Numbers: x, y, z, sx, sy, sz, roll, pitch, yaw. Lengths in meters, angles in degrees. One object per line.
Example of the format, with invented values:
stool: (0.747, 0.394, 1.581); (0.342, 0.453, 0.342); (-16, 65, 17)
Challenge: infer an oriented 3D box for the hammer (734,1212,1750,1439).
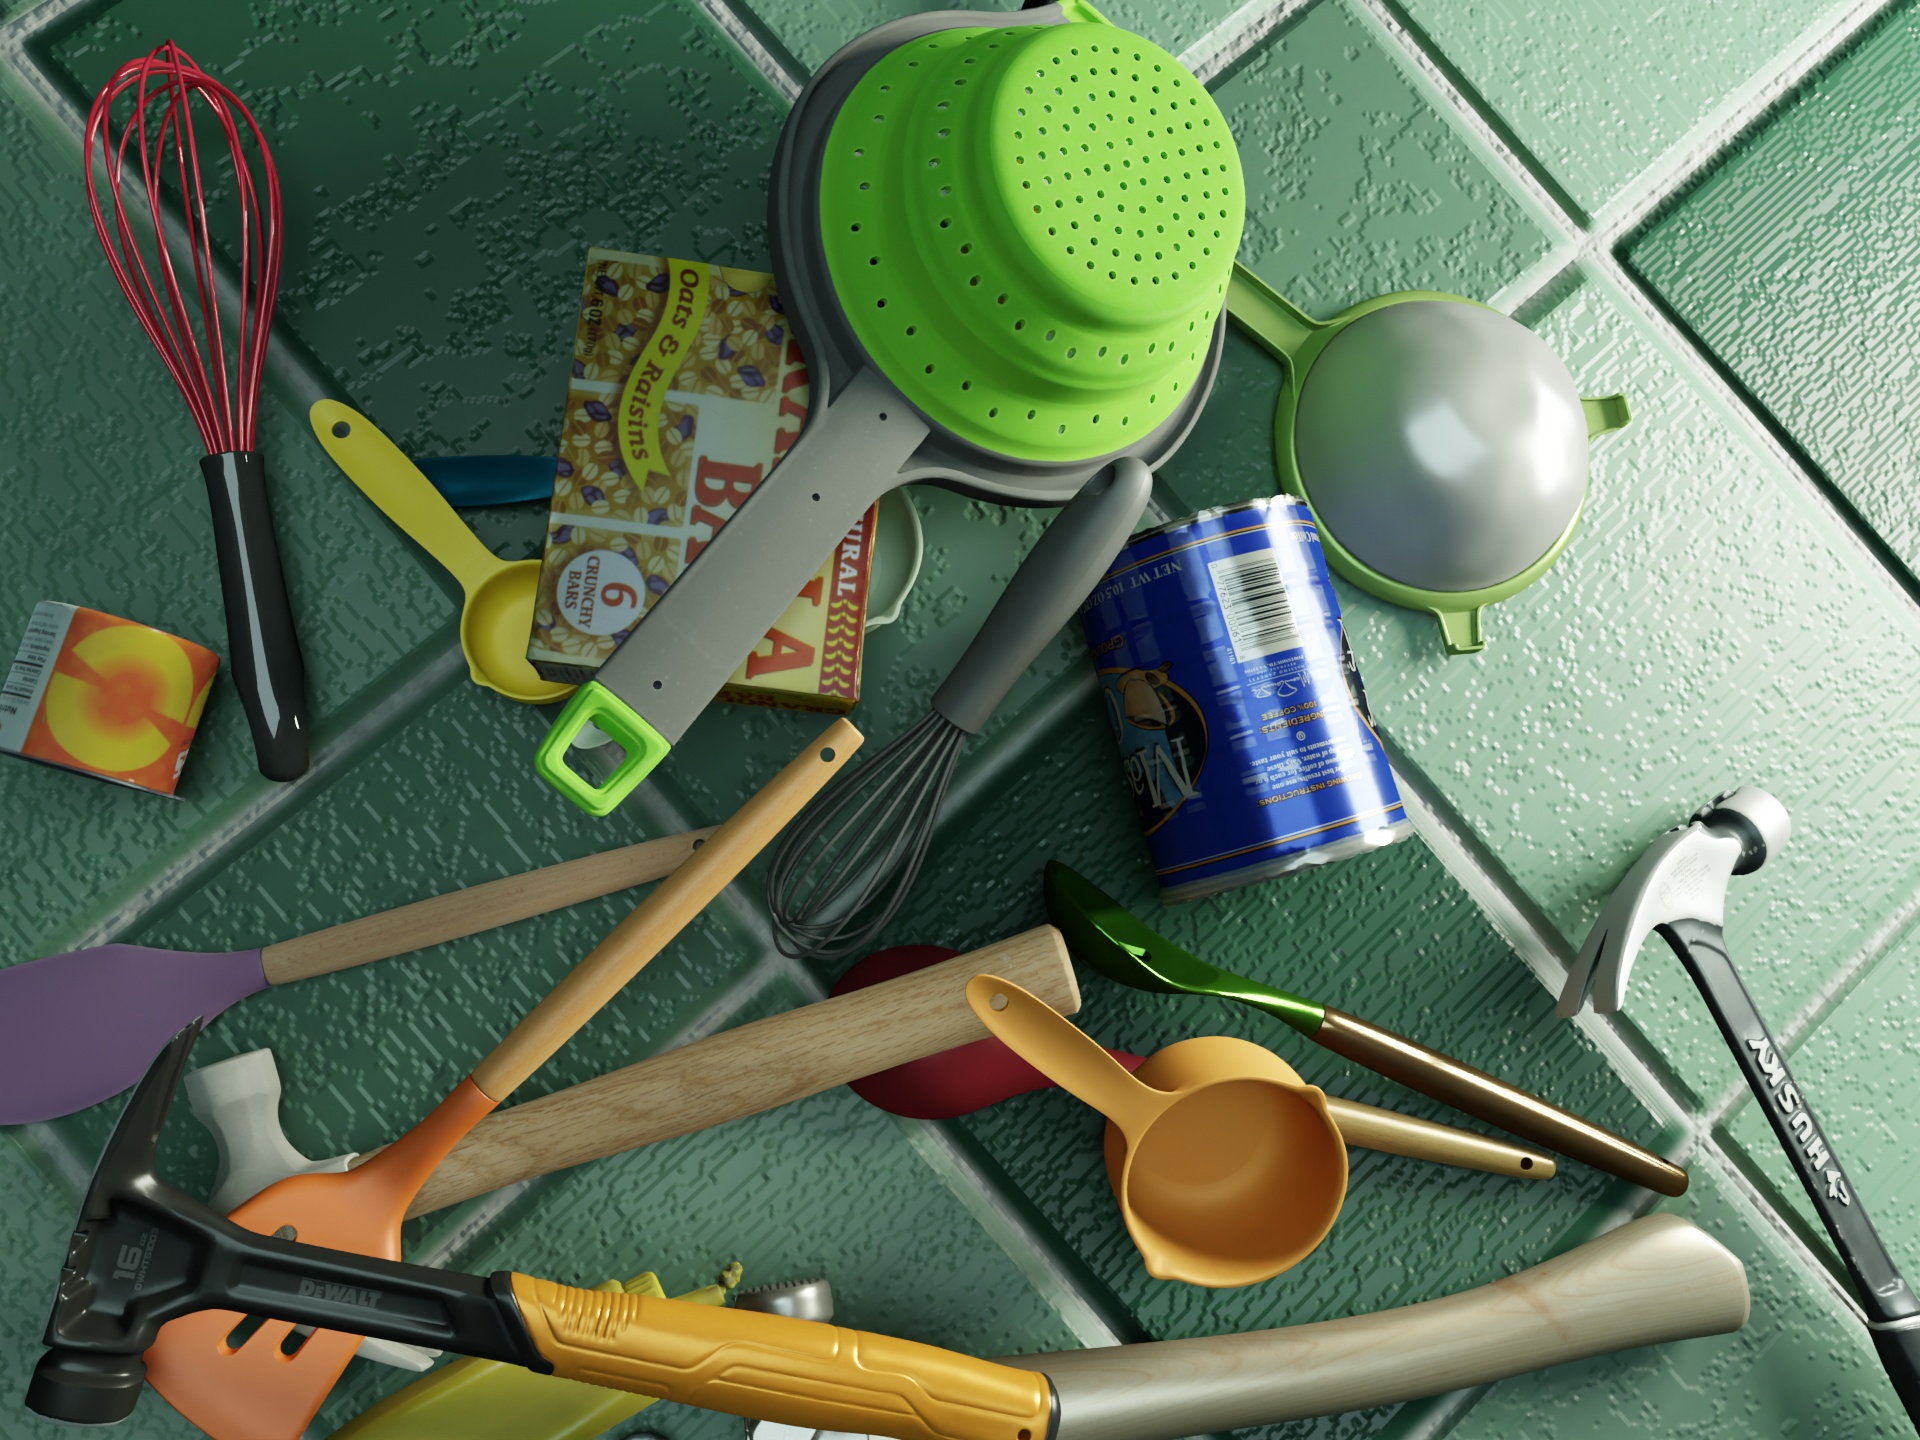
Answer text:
hammer: (0.123, 0.267, 0.626); (0.410, 0.038, 0.146); (-6, 74, -11)

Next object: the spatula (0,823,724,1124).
spatula: (-0.242, 0.090, 0.616); (0.316, 0.018, 0.060); (-16, 85, -9)

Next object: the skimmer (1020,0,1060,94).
skimmer: (0.091, -0.447, 0.744); (0.127, 0.090, 0.363); (23, 89, -7)

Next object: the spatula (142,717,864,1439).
spatula: (-0.152, 0.116, 0.566); (0.322, 0.041, 0.081); (-45, 95, -6)

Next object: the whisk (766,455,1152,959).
whisk: (-0.001, -0.002, 0.614); (0.055, 0.055, 0.239); (36, 102, -2)

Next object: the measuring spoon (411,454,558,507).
measuring spoon: (-0.175, -0.100, 0.659); (0.128, 0.021, 0.042); (-3, 96, 0)

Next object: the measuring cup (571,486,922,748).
measuring cup: (-0.089, -0.041, 0.650); (0.167, 0.038, 0.083); (-39, 87, -9)

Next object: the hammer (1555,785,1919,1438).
hammer: (0.382, 0.237, 0.663); (0.149, 0.036, 0.409); (-27, 89, -31)

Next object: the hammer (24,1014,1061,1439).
hammer: (-0.123, 0.202, 0.543); (0.336, 0.034, 0.127); (17, 86, -12)

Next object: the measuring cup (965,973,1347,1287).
measuring cup: (0.067, 0.141, 0.607); (0.173, 0.052, 0.095); (39, 96, -12)

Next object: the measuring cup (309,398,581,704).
measuring cup: (-0.205, -0.069, 0.643); (0.062, 0.029, 0.156); (-44, 87, -12)

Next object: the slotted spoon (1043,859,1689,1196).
slotted spoon: (0.169, 0.135, 0.656); (0.313, 0.070, 0.031); (25, 101, -9)

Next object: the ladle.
ladle: (0.099, 0.153, 0.654); (0.315, 0.031, 0.069); (14, 84, -8)

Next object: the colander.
colander: (-0.007, -0.128, 0.568); (0.204, 0.094, 0.397); (42, 68, -15)

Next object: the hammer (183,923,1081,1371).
hammer: (-0.115, 0.146, 0.601); (0.331, 0.031, 0.130); (-17, 87, -3)

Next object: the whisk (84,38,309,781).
whisk: (-0.289, -0.121, 0.623); (0.073, 0.073, 0.296); (-10, 88, -10)

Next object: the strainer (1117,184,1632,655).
strainer: (0.176, -0.158, 0.690); (0.256, 0.069, 0.151); (37, 78, -3)
